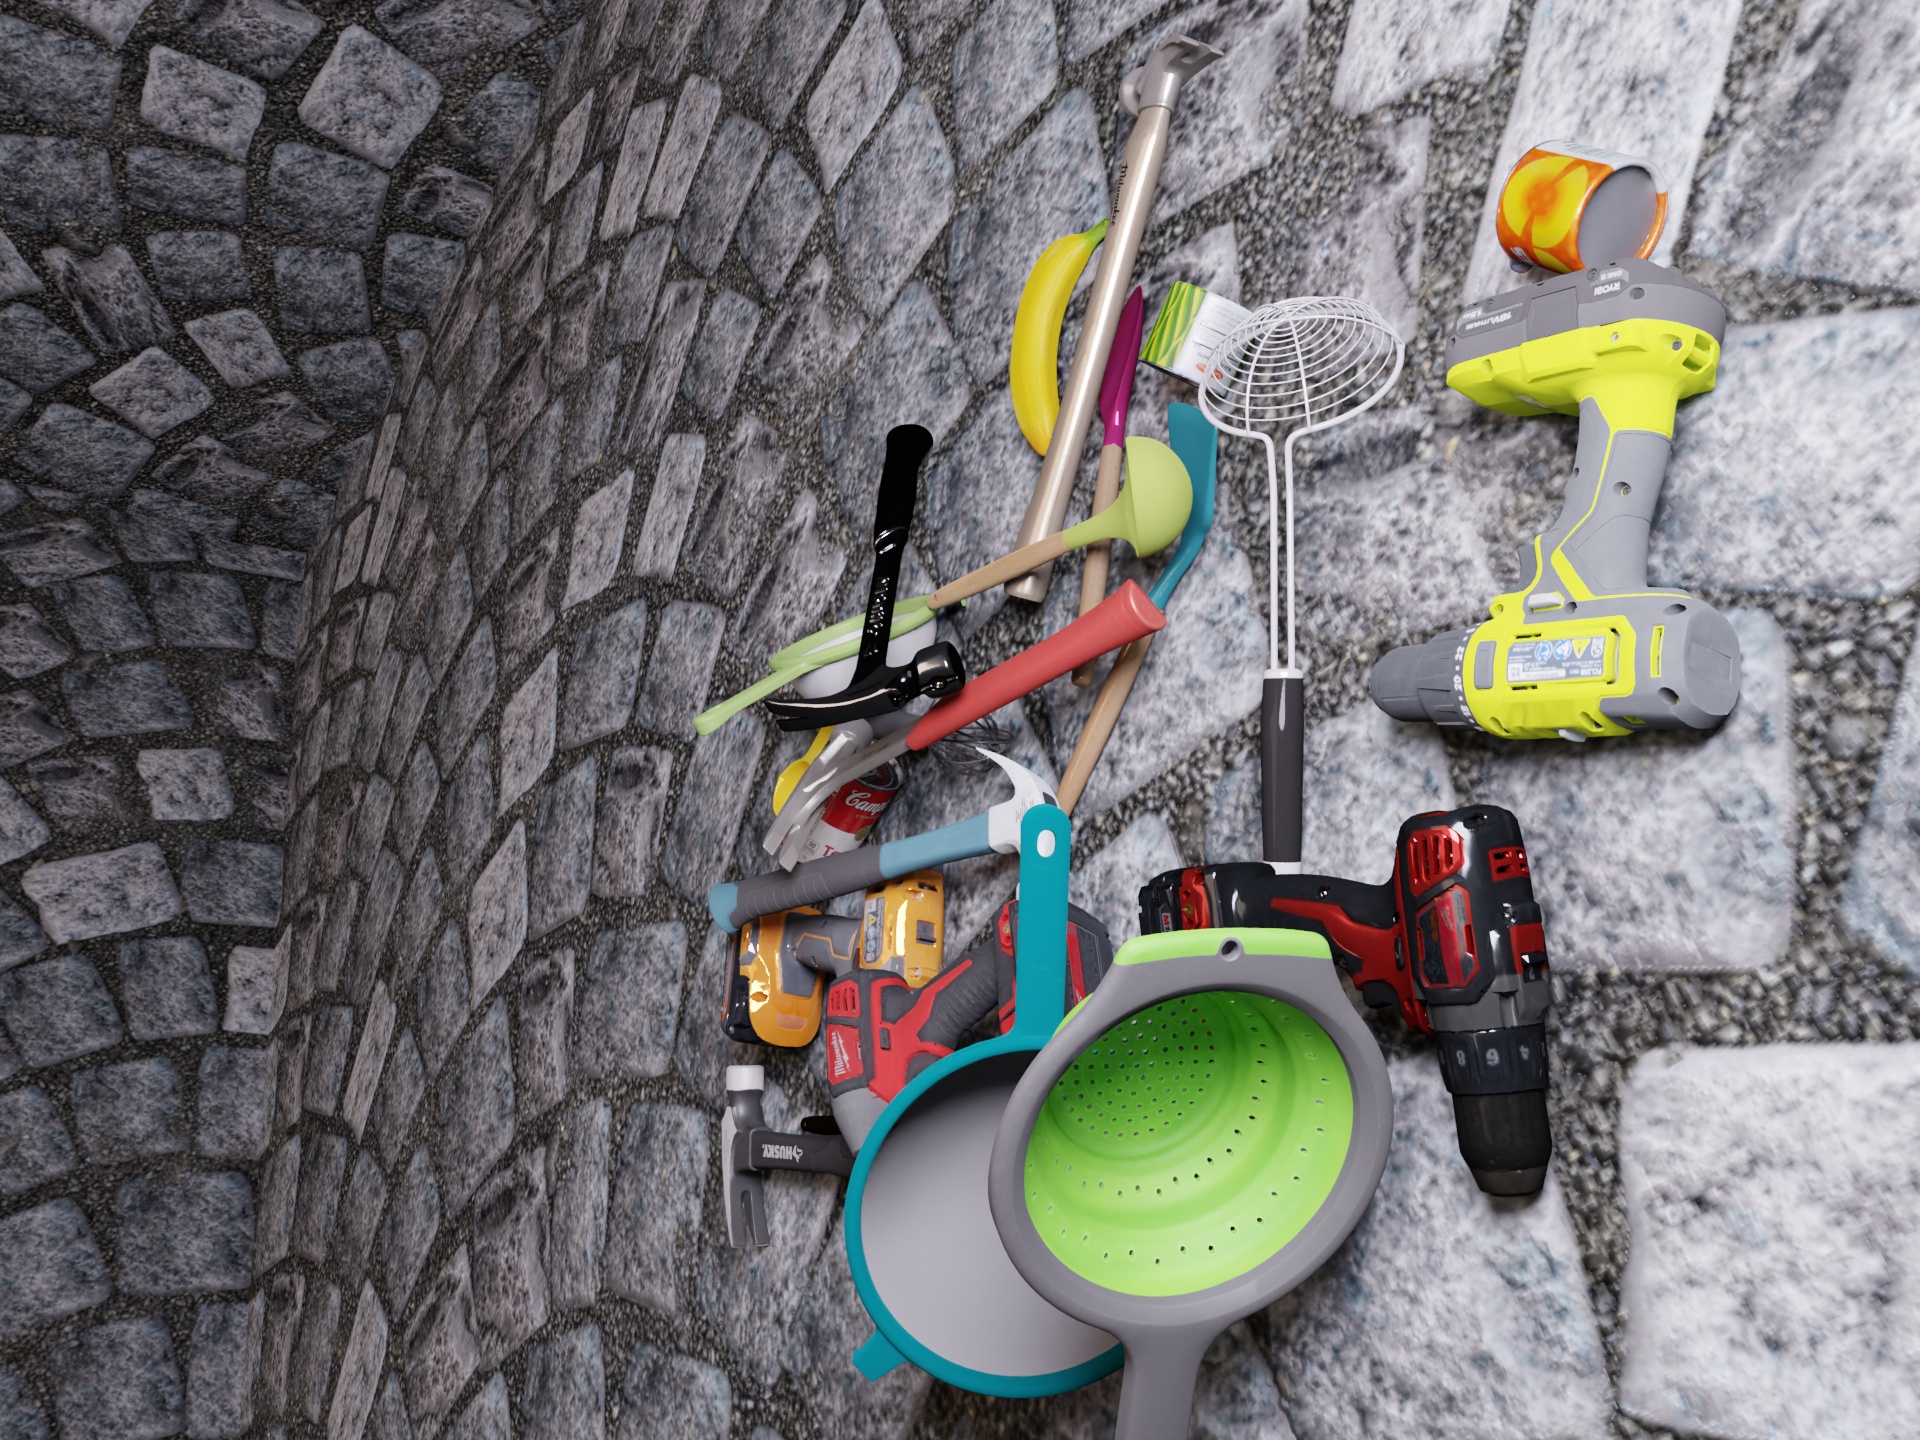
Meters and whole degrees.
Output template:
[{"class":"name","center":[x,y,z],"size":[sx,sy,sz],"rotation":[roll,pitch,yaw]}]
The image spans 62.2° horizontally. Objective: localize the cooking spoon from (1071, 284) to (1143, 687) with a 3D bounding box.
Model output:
[{"class":"cooking spoon","center":[0.107,-0.173,1.147],"size":[0.068,0.017,0.319],"rotation":[133,149,-67]}]

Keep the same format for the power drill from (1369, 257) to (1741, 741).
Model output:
[{"class":"power drill","center":[0.299,-0.102,0.816],"size":[0.190,0.080,0.228],"rotation":[-3,77,55]}]

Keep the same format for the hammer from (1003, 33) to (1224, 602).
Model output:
[{"class":"hammer","center":[0.103,-0.287,1.167],"size":[0.146,0.038,0.410],"rotation":[-138,62,-76]}]

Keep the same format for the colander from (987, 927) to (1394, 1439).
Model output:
[{"class":"colander","center":[0.097,0.273,0.822],"size":[0.095,0.204,0.397],"rotation":[-128,41,-68]}]

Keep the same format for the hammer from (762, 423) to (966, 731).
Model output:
[{"class":"hammer","center":[-0.060,-0.129,1.257],"size":[0.149,0.036,0.409],"rotation":[-19,34,16]}]

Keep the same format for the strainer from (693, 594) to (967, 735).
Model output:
[{"class":"strainer","center":[-0.108,-0.025,1.271],"size":[0.151,0.256,0.069],"rotation":[-10,107,44]}]

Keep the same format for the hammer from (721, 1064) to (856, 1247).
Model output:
[{"class":"hammer","center":[-0.101,0.338,1.218],"size":[0.335,0.035,0.146],"rotation":[-18,69,55]}]

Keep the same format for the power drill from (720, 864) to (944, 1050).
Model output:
[{"class":"power drill","center":[-0.098,0.213,1.260],"size":[0.226,0.084,0.185],"rotation":[-20,61,45]}]

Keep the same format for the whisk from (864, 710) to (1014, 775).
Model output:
[{"class":"whisk","center":[-0.031,0.010,1.274],"size":[0.239,0.055,0.055],"rotation":[9,84,60]}]

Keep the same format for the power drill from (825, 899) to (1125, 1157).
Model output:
[{"class":"power drill","center":[-0.002,0.213,1.070],"size":[0.219,0.078,0.143],"rotation":[-29,49,30]}]

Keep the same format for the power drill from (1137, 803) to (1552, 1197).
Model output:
[{"class":"power drill","center":[0.206,0.149,0.840],"size":[0.227,0.080,0.188],"rotation":[-15,78,49]}]

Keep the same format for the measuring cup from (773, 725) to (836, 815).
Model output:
[{"class":"measuring cup","center":[-0.114,0.023,1.414],"size":[0.156,0.029,0.062],"rotation":[-59,35,2]}]

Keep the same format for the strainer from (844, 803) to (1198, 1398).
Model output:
[{"class":"strainer","center":[0.037,0.216,0.941],"size":[0.095,0.211,0.340],"rotation":[-162,74,-82]}]

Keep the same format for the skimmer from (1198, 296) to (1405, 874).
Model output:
[{"class":"skimmer","center":[0.207,-0.086,0.976],"size":[0.127,0.090,0.363],"rotation":[-1,87,27]}]

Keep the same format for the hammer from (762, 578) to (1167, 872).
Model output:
[{"class":"hammer","center":[-0.002,-0.004,1.122],"size":[0.359,0.036,0.149],"rotation":[-28,24,41]}]

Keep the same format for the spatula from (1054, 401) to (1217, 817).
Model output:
[{"class":"spatula","center":[0.113,-0.059,1.095],"size":[0.317,0.044,0.082],"rotation":[-67,22,13]}]

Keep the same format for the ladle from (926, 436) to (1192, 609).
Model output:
[{"class":"ladle","center":[0.052,-0.122,1.121],"size":[0.320,0.062,0.078],"rotation":[-18,75,56]}]

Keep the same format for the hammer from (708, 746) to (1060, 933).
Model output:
[{"class":"hammer","center":[-0.065,0.109,1.187],"size":[0.331,0.033,0.128],"rotation":[-18,57,34]}]

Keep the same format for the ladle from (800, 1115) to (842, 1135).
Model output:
[{"class":"ladle","center":[-0.038,0.304,1.182],"size":[0.315,0.031,0.069],"rotation":[-17,65,53]}]
